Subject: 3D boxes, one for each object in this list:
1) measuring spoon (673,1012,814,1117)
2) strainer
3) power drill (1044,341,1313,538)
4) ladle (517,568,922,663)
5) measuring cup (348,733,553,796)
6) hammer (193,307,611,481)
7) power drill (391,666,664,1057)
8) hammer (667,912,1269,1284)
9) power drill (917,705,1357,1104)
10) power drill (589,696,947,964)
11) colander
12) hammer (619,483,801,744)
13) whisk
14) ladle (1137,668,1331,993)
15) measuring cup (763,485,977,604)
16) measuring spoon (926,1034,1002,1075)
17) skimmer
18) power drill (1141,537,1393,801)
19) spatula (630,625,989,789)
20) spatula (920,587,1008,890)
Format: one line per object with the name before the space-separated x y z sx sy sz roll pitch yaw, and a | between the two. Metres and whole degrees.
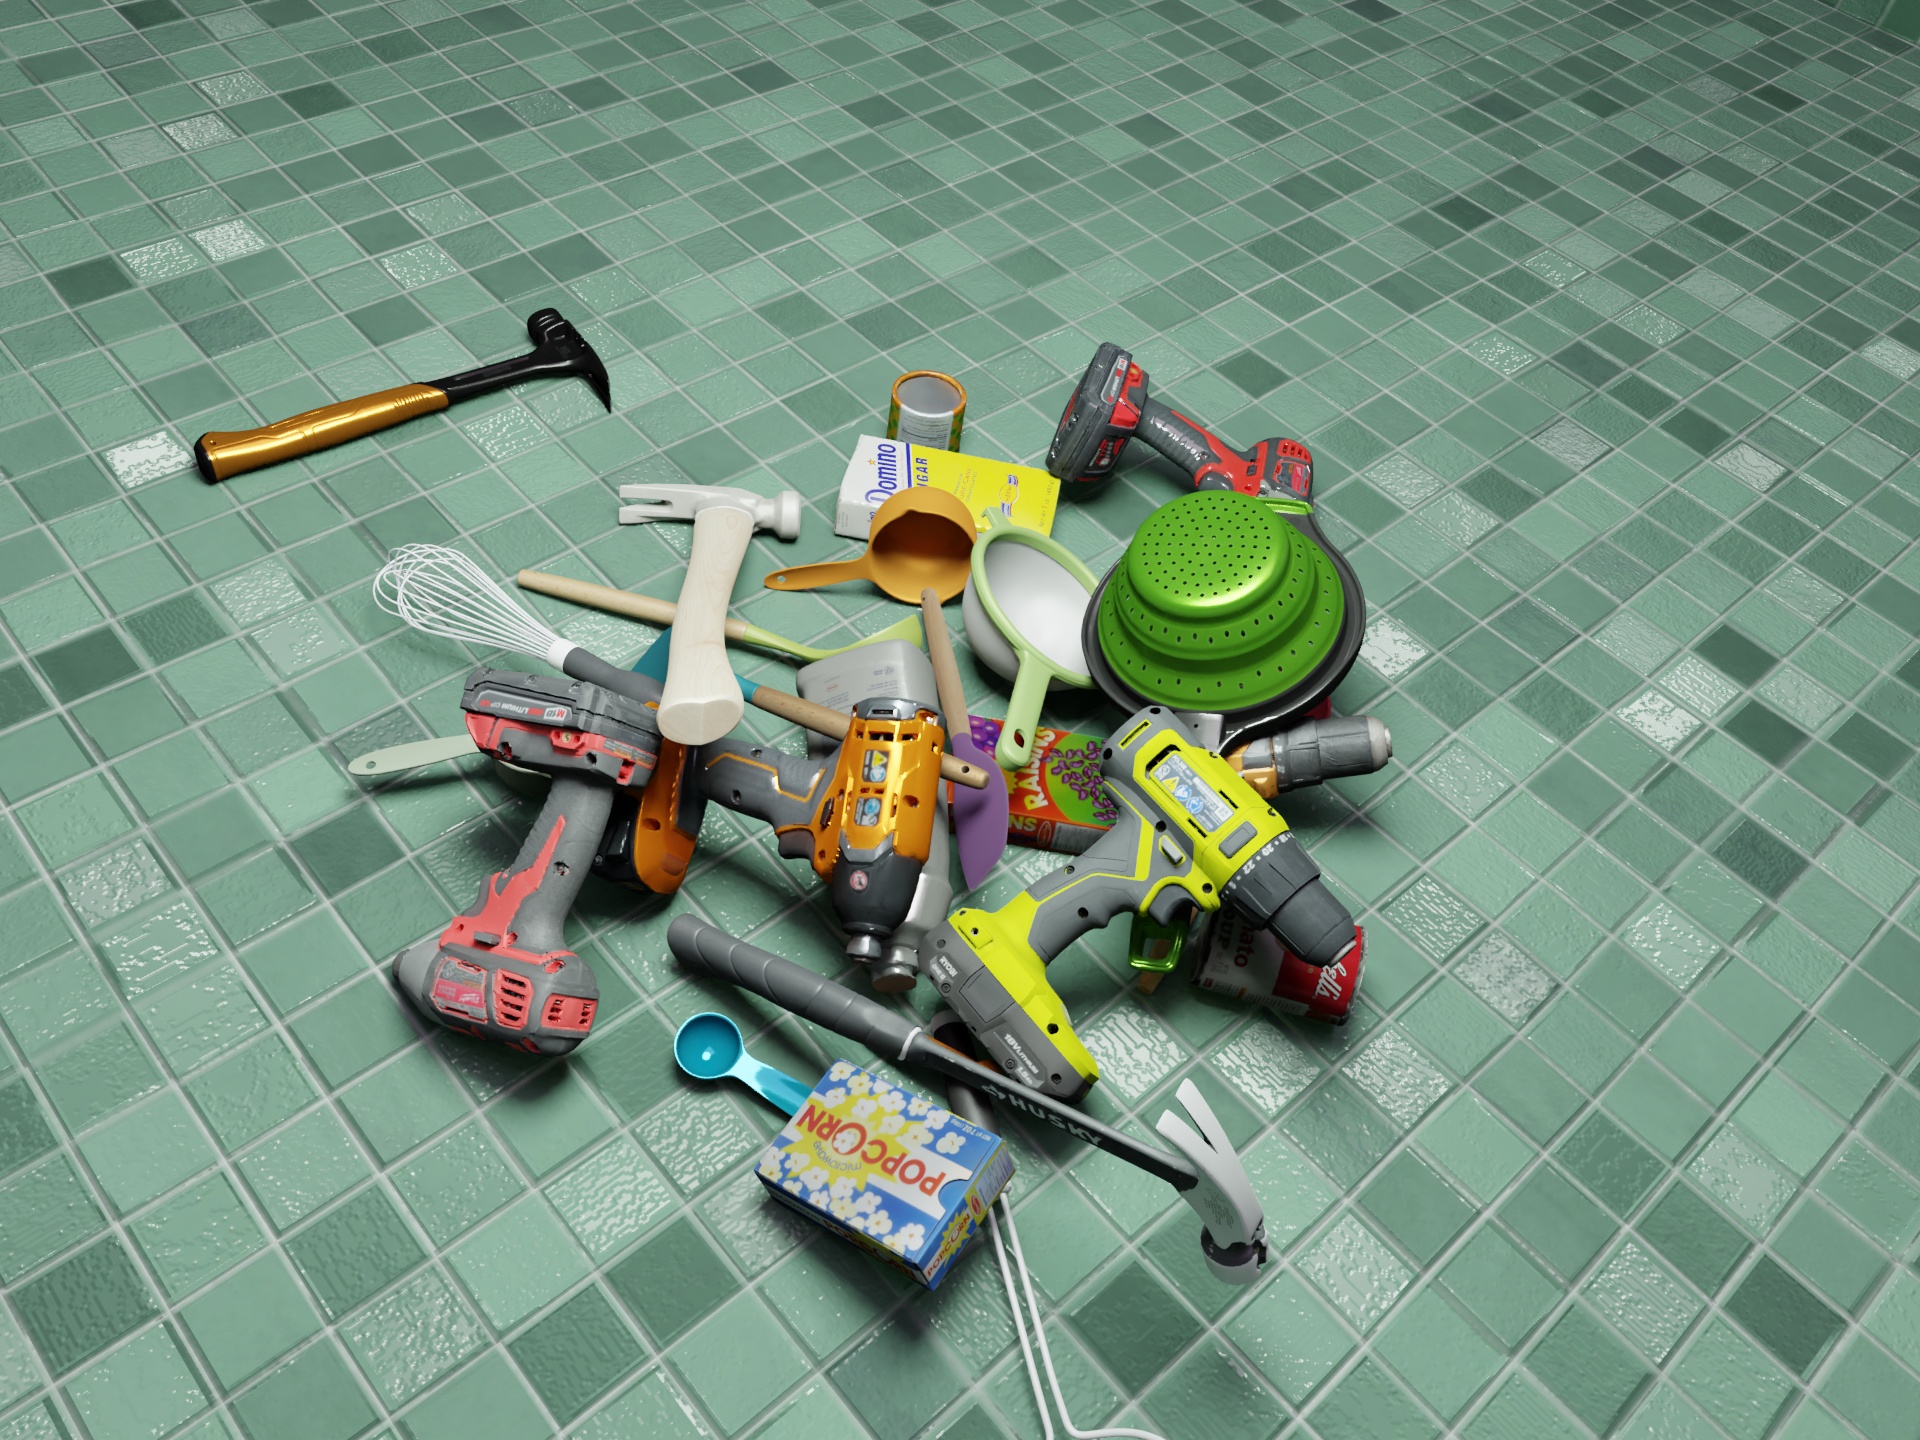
measuring spoon | -0.119 0.225 0.977 0.128 0.021 0.042 30 60 5
strainer | 0.043 -0.038 1.175 0.151 0.069 0.257 36 38 -16
power drill | 0.190 -0.204 1.330 0.226 0.080 0.188 26 43 -6
ladle | -0.185 -0.084 1.208 0.320 0.062 0.078 14 11 8
measuring cup | -0.333 0.027 1.100 0.167 0.038 0.083 -11 52 -15
hammer | -0.463 -0.261 1.332 0.337 0.034 0.127 -25 56 -27
power drill | -0.271 0.085 0.976 0.143 0.078 0.220 7 79 29
hammer | -0.017 0.190 0.910 0.409 0.149 0.036 18 55 33
power drill | 0.107 0.127 0.974 0.228 0.080 0.191 -41 70 -3
power drill | -0.126 0.067 1.012 0.226 0.084 0.164 1 72 19
colander | 0.159 -0.025 1.079 0.204 0.094 0.397 4 58 20
hammer | -0.189 -0.089 1.122 0.146 0.038 0.411 3 26 -6
whisk | -0.307 -0.059 1.141 0.285 0.070 0.070 25 50 20
ladle | 0.194 0.074 1.146 0.069 0.031 0.315 16 49 23
measuring cup | -0.071 -0.136 1.265 0.173 0.095 0.052 -8 39 9
measuring spoon | -0.023 0.201 0.981 0.117 0.011 0.021 14 53 36
skimmer | 0.026 0.305 0.876 0.127 0.090 0.364 -21 50 4
power drill | 0.215 -0.034 1.179 0.185 0.084 0.226 -7 47 13
spatula | -0.114 -0.004 1.097 0.318 0.044 0.082 20 61 27
spatula | -0.002 -0.004 1.130 0.018 0.059 0.316 22 31 -25
